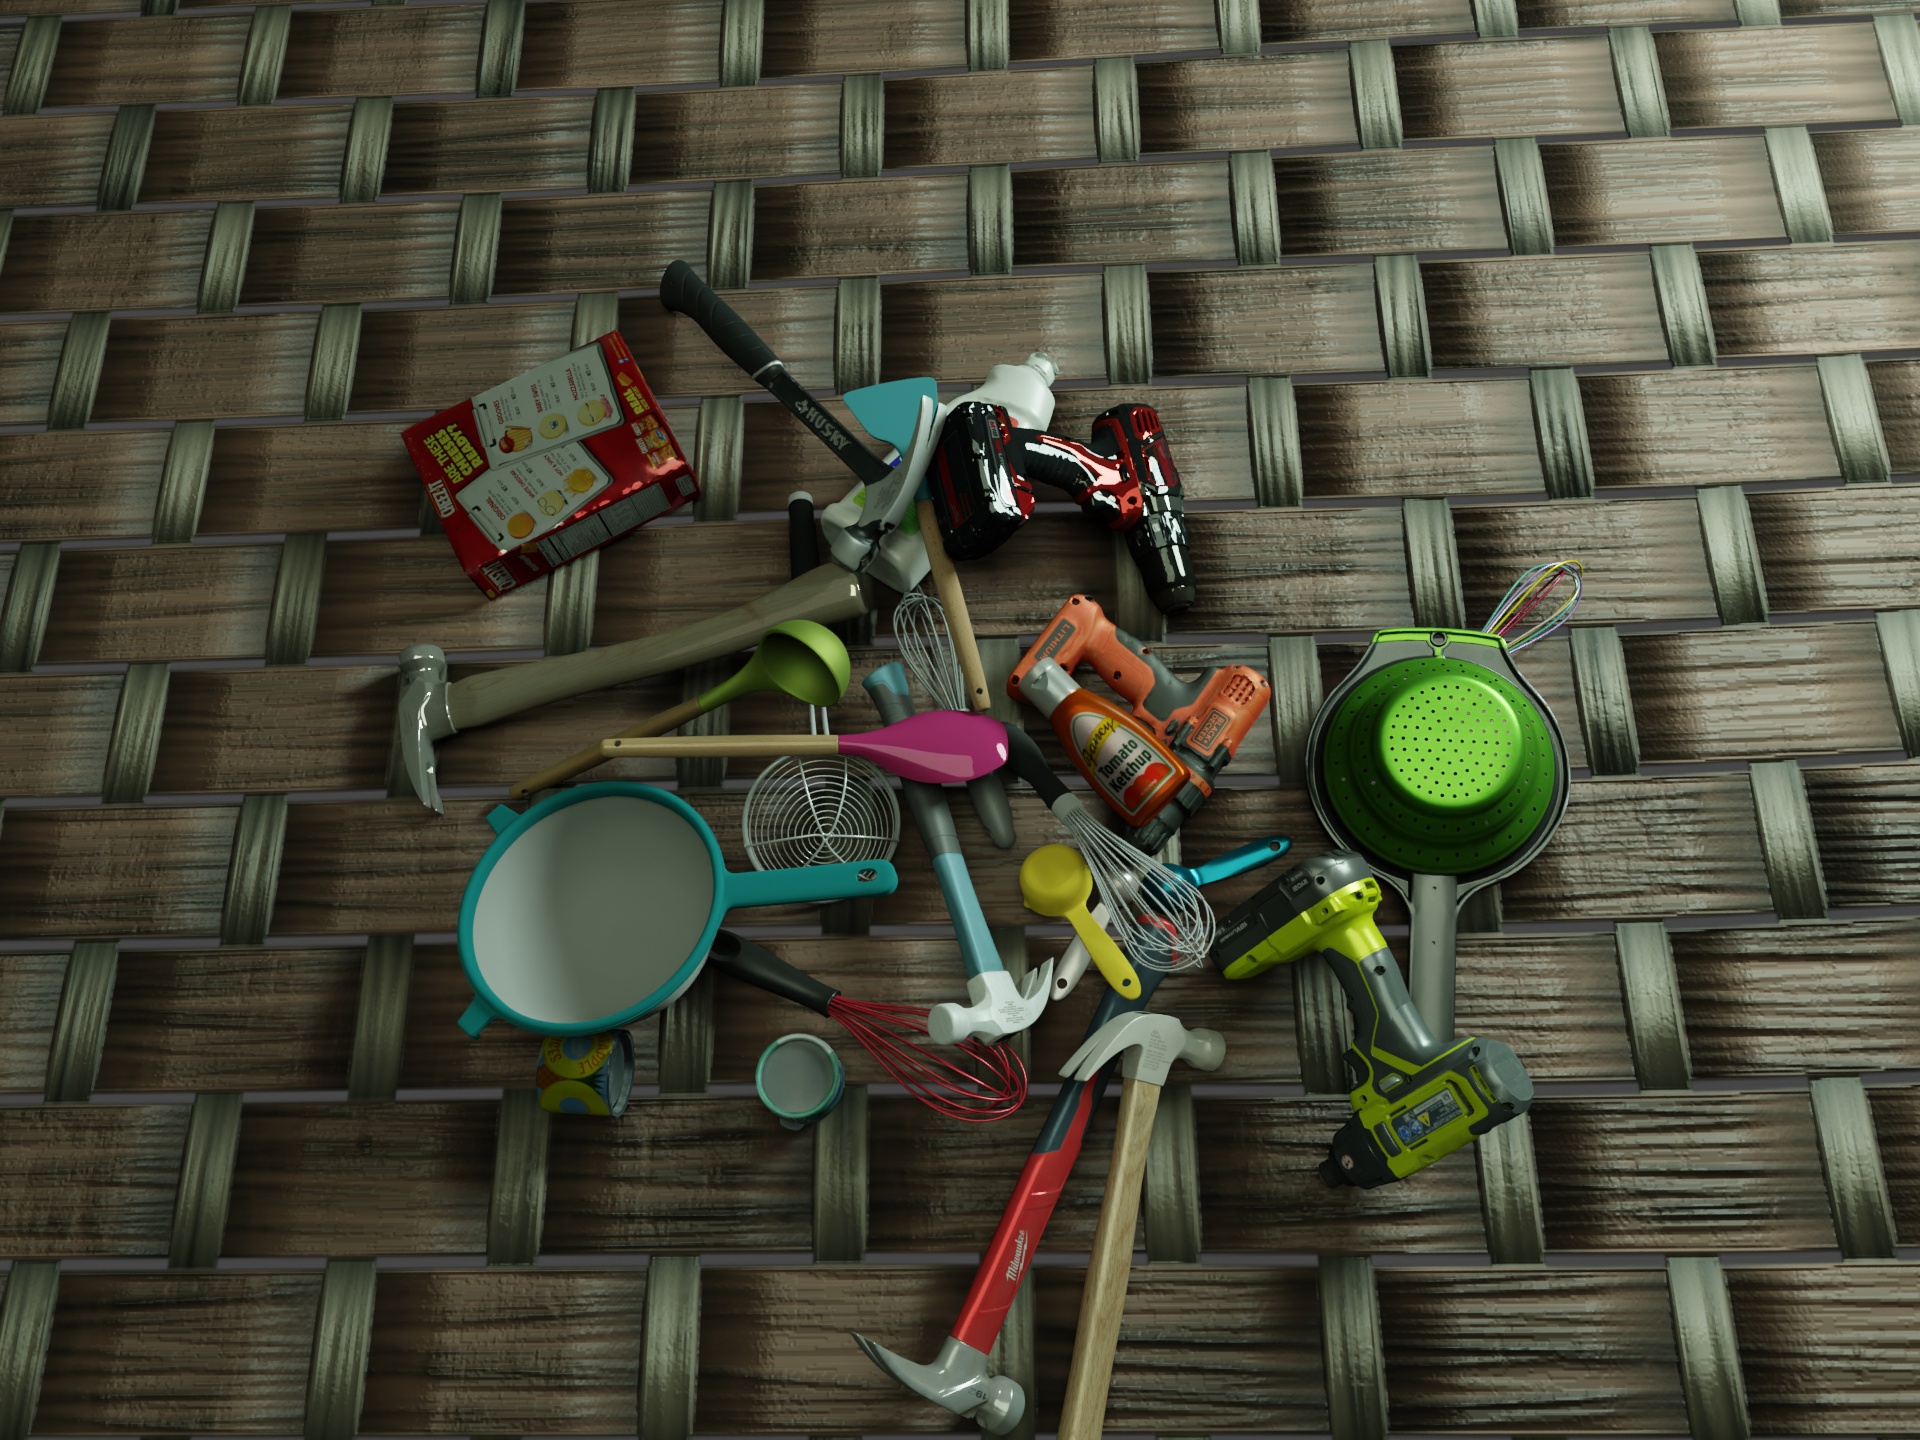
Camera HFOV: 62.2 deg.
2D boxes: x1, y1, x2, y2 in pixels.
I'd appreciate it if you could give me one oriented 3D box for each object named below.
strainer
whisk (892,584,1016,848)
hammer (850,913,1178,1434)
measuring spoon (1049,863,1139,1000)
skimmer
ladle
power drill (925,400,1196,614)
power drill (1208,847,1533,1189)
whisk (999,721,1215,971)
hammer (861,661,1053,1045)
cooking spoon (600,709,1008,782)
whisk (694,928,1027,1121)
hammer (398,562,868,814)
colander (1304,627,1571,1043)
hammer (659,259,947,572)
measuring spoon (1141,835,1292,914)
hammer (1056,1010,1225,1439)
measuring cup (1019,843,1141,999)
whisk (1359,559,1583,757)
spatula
[{"bbox_3d":[-0.212,0.153,1.236,0.340,0.095,0.211,-6,57,5],"label":"strainer"},{"bbox_3d":[-0.001,-0.005,1.317,0.055,0.055,0.239,-20,74,-4],"label":"whisk"},{"bbox_3d":[0.060,0.309,1.169,0.143,0.038,0.386,38,67,-26],"label":"hammer"},{"bbox_3d":[0.104,0.167,1.260,0.034,0.018,0.124,28,74,13],"label":"measuring spoon"},{"bbox_3d":[-0.126,-0.028,1.343,0.127,0.090,0.364,-2,58,-9],"label":"skimmer"},{"bbox_3d":[-0.232,0.004,1.280,0.320,0.078,0.062,-24,28,14],"label":"ladle"},{"bbox_3d":[0.095,-0.176,1.321,0.226,0.080,0.188,-4,72,-32],"label":"power drill"},{"bbox_3d":[0.287,0.223,1.171,0.171,0.080,0.223,-43,65,31],"label":"power drill"},{"bbox_3d":[0.101,0.089,1.237,0.070,0.070,0.285,-33,51,-9],"label":"whisk"},{"bbox_3d":[-0.016,0.096,1.252,0.033,0.128,0.331,-39,58,35],"label":"hammer"},{"bbox_3d":[-0.122,0.020,1.248,0.319,0.017,0.069,-1,57,-2],"label":"cooking spoon"},{"bbox_3d":[-0.083,0.228,1.231,0.296,0.073,0.073,23,73,18],"label":"whisk"},{"bbox_3d":[-0.273,-0.041,1.321,0.410,0.038,0.146,-15,70,8],"label":"hammer"},{"bbox_3d":[0.364,0.106,1.207,0.204,0.094,0.397,3,75,10],"label":"colander"},{"bbox_3d":[-0.156,-0.298,1.380,0.149,0.036,0.409,-54,53,16],"label":"hammer"},{"bbox_3d":[0.206,0.117,1.269,0.128,0.021,0.042,-21,70,-3],"label":"measuring spoon"},{"bbox_3d":[0.110,0.376,1.152,0.130,0.031,0.331,20,75,-30],"label":"hammer"},{"bbox_3d":[0.095,0.153,1.228,0.062,0.029,0.157,-29,46,-7],"label":"measuring cup"},{"bbox_3d":[0.421,-0.053,1.309,0.245,0.047,0.051,-39,73,-7],"label":"whisk"},{"bbox_3d":[-0.022,-0.153,1.319,0.082,0.044,0.318,-13,74,-9],"label":"spatula"}]
